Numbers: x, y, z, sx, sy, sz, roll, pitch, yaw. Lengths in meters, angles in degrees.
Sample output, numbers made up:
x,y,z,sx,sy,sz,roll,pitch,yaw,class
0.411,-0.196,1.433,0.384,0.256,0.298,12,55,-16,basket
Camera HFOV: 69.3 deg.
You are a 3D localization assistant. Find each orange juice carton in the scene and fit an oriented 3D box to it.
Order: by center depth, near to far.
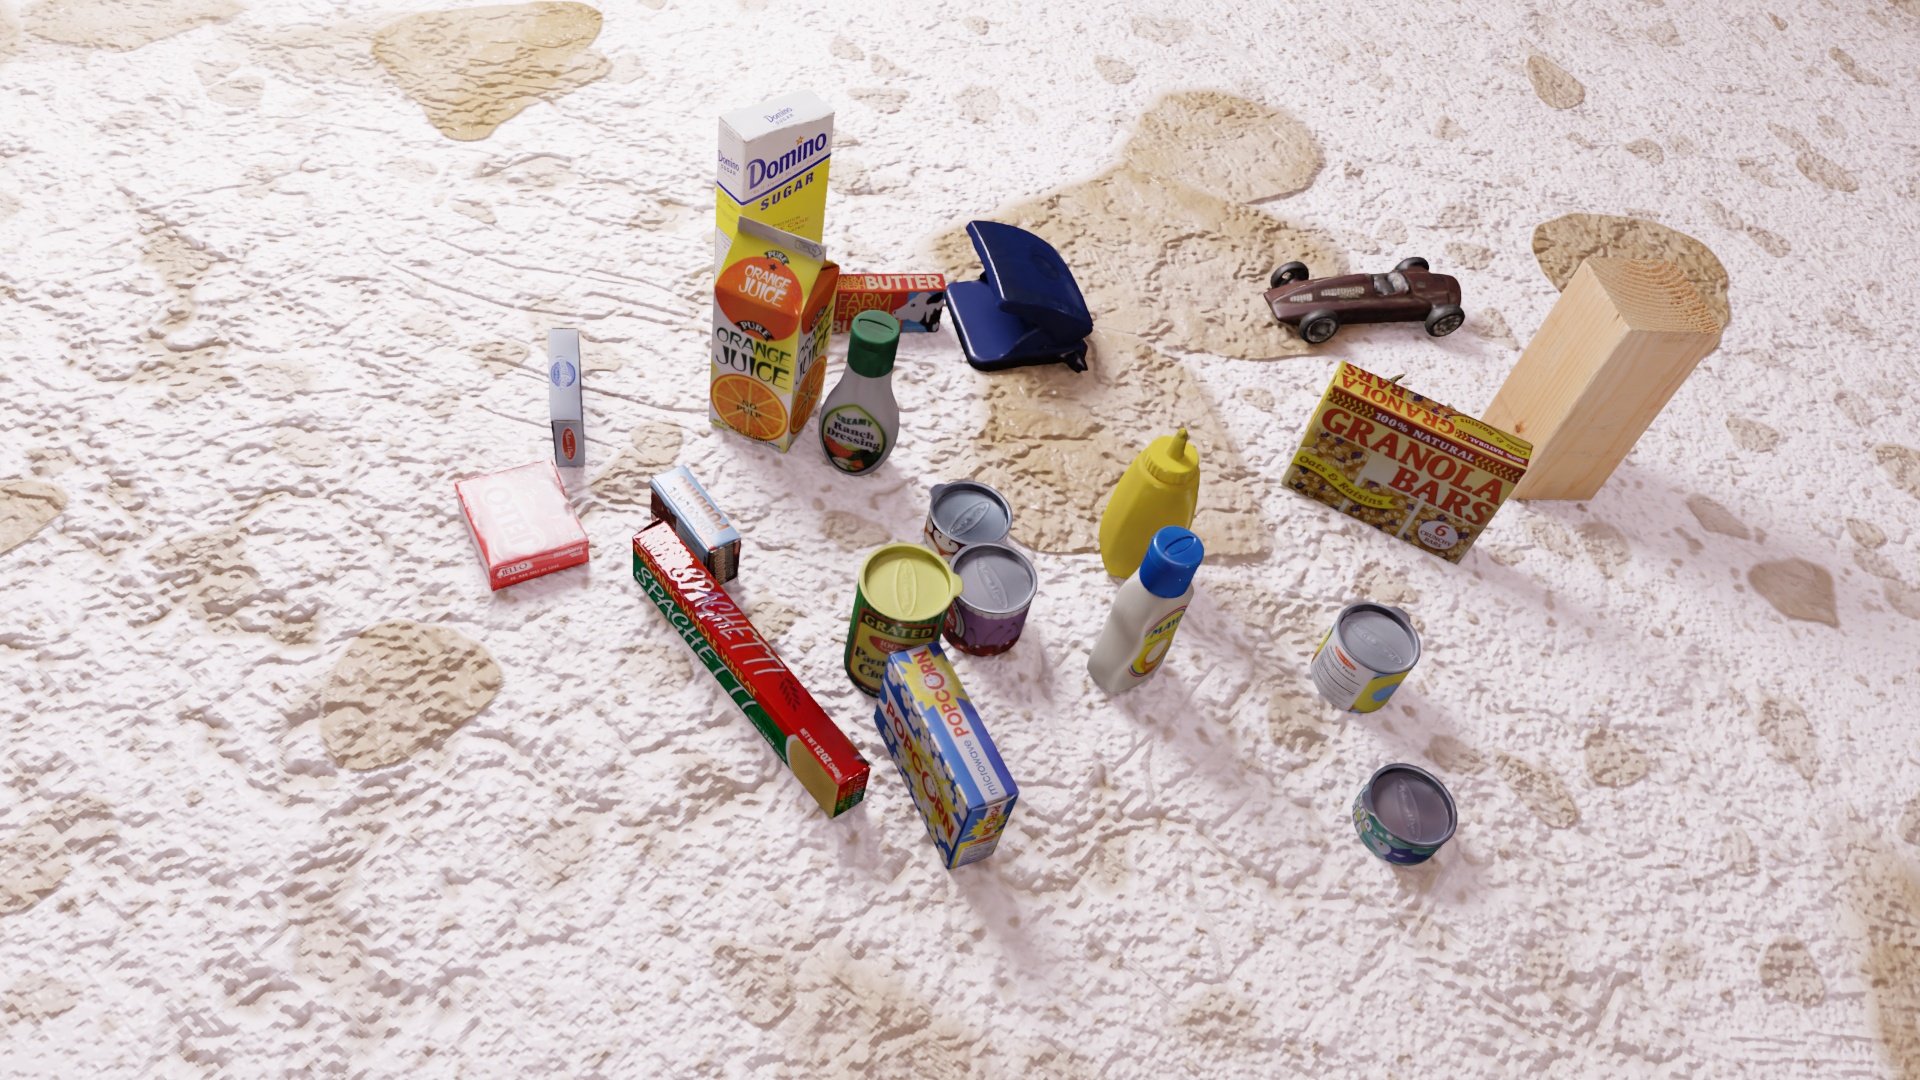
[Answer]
x,y,z,sx,sy,sz,roll,pitch,yaw,class
-0.145,-0.165,1.076,0.072,0.191,0.073,22,50,6,orange juice carton

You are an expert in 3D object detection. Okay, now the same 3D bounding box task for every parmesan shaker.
x,y,z,sx,sy,sz,roll,pitch,yaw,class
-0.042,0.059,0.974,0.071,0.102,0.072,6,50,-8,parmesan shaker

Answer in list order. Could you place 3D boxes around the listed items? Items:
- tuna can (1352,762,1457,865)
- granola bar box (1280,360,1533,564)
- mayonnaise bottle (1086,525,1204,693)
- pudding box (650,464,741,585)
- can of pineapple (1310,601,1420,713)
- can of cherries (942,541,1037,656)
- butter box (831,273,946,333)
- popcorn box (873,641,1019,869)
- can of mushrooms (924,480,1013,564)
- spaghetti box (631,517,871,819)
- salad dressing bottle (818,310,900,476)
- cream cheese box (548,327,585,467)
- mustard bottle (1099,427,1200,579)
x,y,z,sx,sy,sz,roll,pitch,yaw,class
0.313,0.195,0.987,0.071,0.032,0.071,6,50,-8,tuna can
0.365,-0.062,1.151,0.166,0.123,0.039,26,51,9,granola bar box
0.135,0.049,0.992,0.065,0.147,0.041,-27,61,-29,mayonnaise bottle
-0.198,-0.010,1.030,0.030,0.049,0.084,-27,61,-30,pudding box
0.309,0.089,1.057,0.071,0.057,0.071,6,50,-8,can of pineapple
0.017,0.044,1.028,0.071,0.058,0.072,6,50,-8,can of cherries
-0.067,-0.208,1.220,0.104,0.052,0.024,-3,52,-15,butter box
-0.012,0.142,0.924,0.038,0.084,0.127,-15,56,-23,popcorn box
0.004,-0.014,1.089,0.071,0.033,0.071,6,50,-8,can of mushrooms
-0.150,0.085,0.963,0.029,0.049,0.250,-29,62,-31,spaghetti box
-0.075,-0.113,1.079,0.064,0.146,0.044,19,50,3,salad dressing bottle
-0.308,-0.112,1.087,0.024,0.053,0.104,-3,52,-15,cream cheese box
0.150,-0.033,1.055,0.065,0.159,0.049,2,51,-11,mustard bottle
